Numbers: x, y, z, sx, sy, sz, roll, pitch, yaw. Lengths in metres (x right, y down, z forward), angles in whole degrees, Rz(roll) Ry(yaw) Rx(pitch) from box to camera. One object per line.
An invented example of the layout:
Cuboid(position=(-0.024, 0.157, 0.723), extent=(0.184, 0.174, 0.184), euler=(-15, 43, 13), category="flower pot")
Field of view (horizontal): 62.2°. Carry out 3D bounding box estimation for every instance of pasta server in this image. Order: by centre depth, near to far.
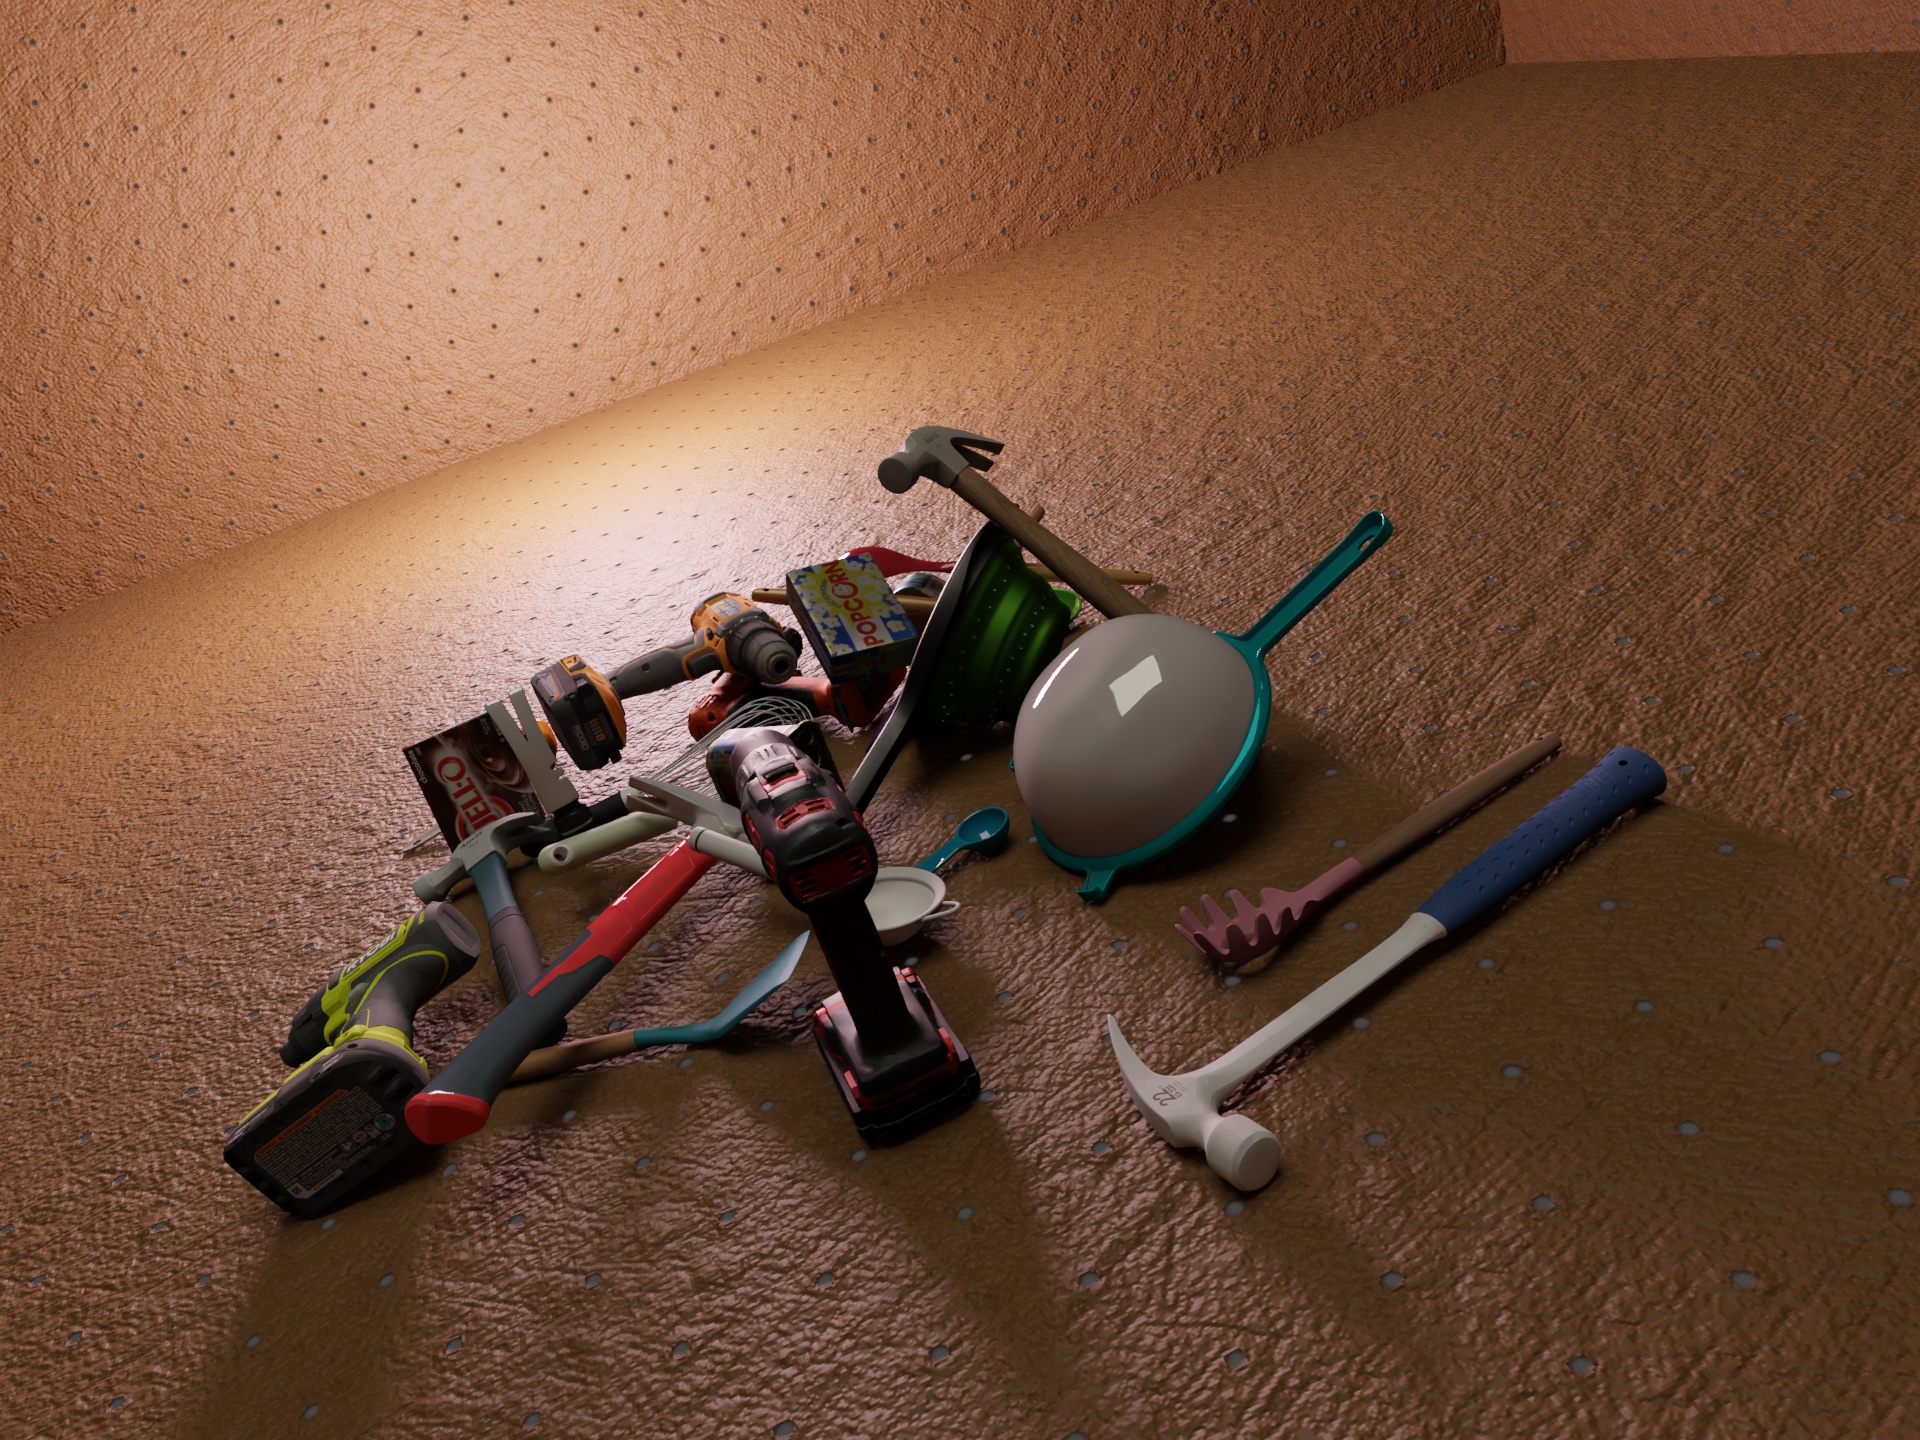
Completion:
Cuboid(position=(0.274, 0.076, 1.031), extent=(0.316, 0.040, 0.060), euler=(-28, 16, -21), category="pasta server")

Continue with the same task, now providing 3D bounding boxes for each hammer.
Cuboid(position=(0.266, 0.124, 0.943), extent=(0.405, 0.035, 0.144), euler=(-30, 28, -22), category="hammer")
Cuboid(position=(-0.270, 0.157, 1.128), extent=(0.143, 0.038, 0.386), euler=(20, 32, 13), category="hammer")
Cuboid(position=(-0.362, 0.167, 1.268), extent=(0.128, 0.033, 0.331), euler=(-38, 31, -6), category="hammer")
Cuboid(position=(0.088, -0.127, 1.293), extent=(0.031, 0.331, 0.130), euler=(-52, 0, 36), category="hammer")
Cuboid(position=(-0.388, 0.023, 1.457), extent=(0.034, 0.127, 0.337), euler=(-29, 12, -12), category="hammer")

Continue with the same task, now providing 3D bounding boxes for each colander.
Cuboid(position=(-0.002, -0.004, 1.309), extent=(0.094, 0.204, 0.397), euler=(25, 57, 8), category="colander")

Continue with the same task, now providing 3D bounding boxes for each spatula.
Cuboid(position=(-0.249, 0.216, 1.100), extent=(0.317, 0.044, 0.082), euler=(-15, 15, 10), category="spatula")
Cuboid(position=(0.001, -0.092, 1.464), extent=(0.316, 0.018, 0.059), euler=(-56, 4, -30), category="spatula")

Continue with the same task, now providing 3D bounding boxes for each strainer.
Cuboid(position=(0.155, -0.045, 1.126), extent=(0.340, 0.095, 0.211), euler=(-44, 31, 11), category="strainer")
Cuboid(position=(-0.108, 0.117, 1.154), extent=(0.258, 0.050, 0.087), euler=(16, 32, 30), category="strainer")

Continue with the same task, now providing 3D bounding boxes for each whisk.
Cuboid(position=(-0.235, 0.077, 1.330), extent=(0.246, 0.058, 0.059), euler=(-21, -13, -27), category="whisk")
Cuboid(position=(-0.261, 0.056, 1.415), extent=(0.284, 0.070, 0.070), euler=(-25, 26, -1), category="whisk")

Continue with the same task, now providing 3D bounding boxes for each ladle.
Cuboid(position=(0.028, -0.145, 1.544), extent=(0.315, 0.031, 0.069), euler=(3, 30, 1), category="ladle")

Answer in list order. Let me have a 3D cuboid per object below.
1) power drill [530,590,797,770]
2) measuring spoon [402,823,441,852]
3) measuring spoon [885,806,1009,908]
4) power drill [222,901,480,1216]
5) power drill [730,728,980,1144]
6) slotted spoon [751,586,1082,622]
Cuboid(position=(-0.266, -0.039, 1.468), extent=(0.226, 0.084, 0.185), euler=(-27, 27, -17), category="power drill")
Cuboid(position=(-0.477, 0.097, 1.528), extent=(0.124, 0.018, 0.034), euler=(-31, 29, -10), category="measuring spoon")
Cuboid(position=(-0.013, 0.111, 1.187), extent=(0.128, 0.021, 0.042), euler=(-37, 29, -15), category="measuring spoon")
Cuboid(position=(-0.433, 0.238, 1.129), extent=(0.171, 0.080, 0.223), euler=(-36, 22, 5), category="power drill")
Cuboid(position=(-0.076, 0.119, 0.962), extent=(0.080, 0.226, 0.188), euler=(-24, 26, -11), category="power drill")
Cuboid(position=(-0.042, -0.110, 1.515), extent=(0.313, 0.031, 0.070), euler=(4, 40, 0), category="slotted spoon")
